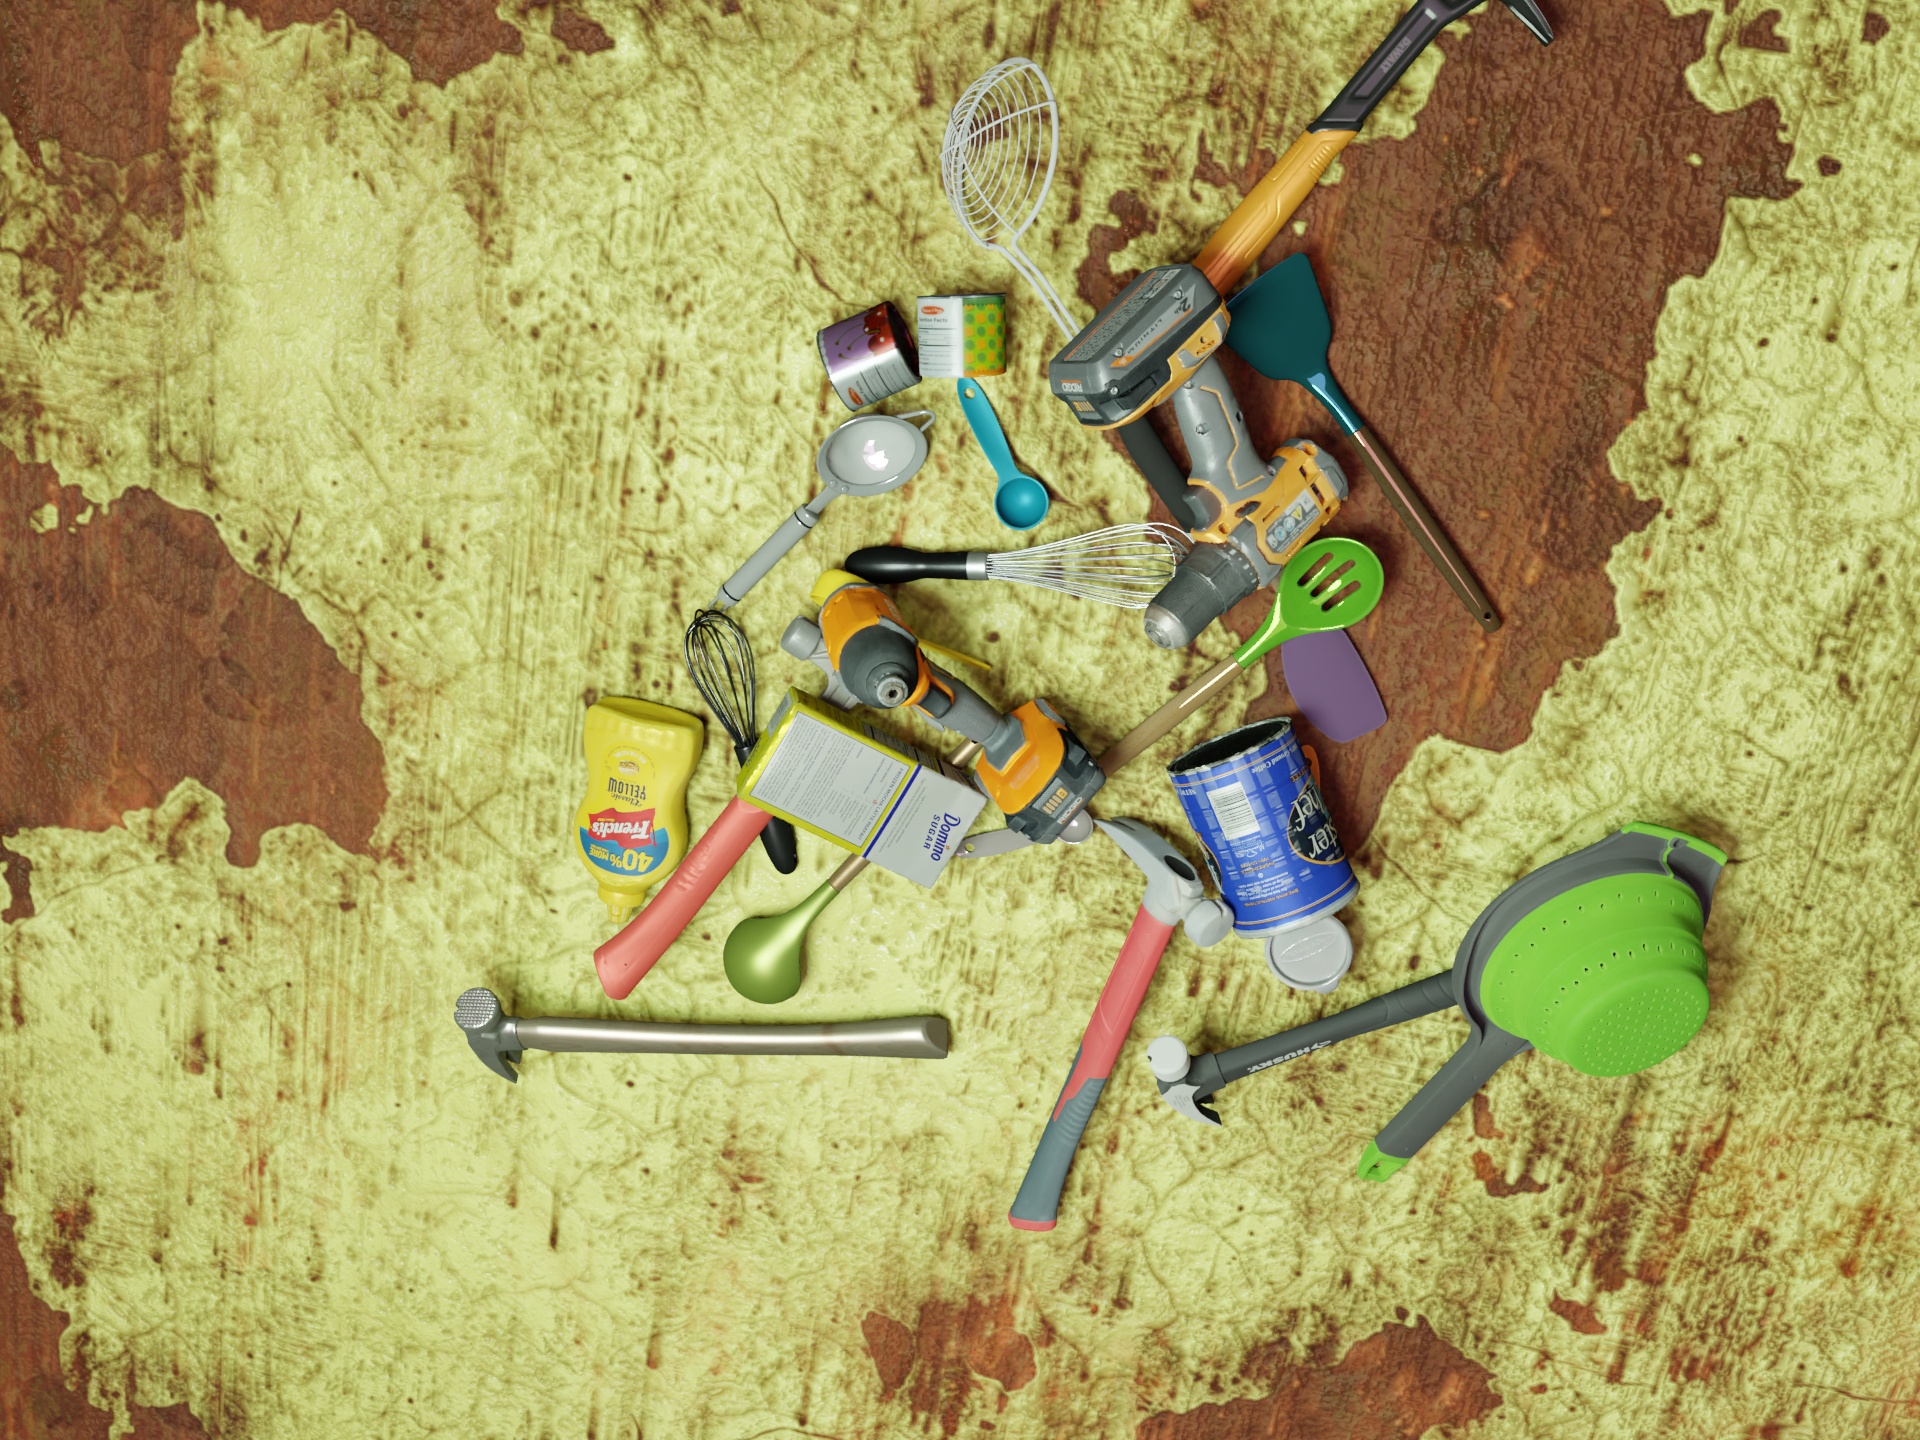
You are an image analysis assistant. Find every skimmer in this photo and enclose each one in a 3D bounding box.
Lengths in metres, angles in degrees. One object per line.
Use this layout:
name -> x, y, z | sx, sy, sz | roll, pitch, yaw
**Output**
skimmer -> 0.102, -0.298, 1.161 | 0.090, 0.127, 0.363 | -46, 111, -25

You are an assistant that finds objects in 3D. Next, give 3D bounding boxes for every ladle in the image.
ladle -> -0.083, 0.118, 1.327 | 0.320, 0.062, 0.078 | -46, 79, 11

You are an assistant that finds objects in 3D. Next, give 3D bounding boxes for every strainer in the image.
strainer -> -0.116, -0.168, 1.246 | 0.258, 0.050, 0.086 | -41, 139, 23

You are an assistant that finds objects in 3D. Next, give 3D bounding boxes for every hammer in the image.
hammer -> 0.104, 0.266, 1.315 | 0.143, 0.038, 0.386 | 46, 127, 41
hammer -> -0.215, 0.278, 1.374 | 0.410, 0.038, 0.146 | 1, 148, 2
hammer -> -0.174, 0.092, 1.294 | 0.149, 0.037, 0.359 | 35, 103, -18
hammer -> 0.252, -0.391, 1.118 | 0.127, 0.034, 0.337 | 42, 109, -2
hammer -> 0.318, 0.240, 1.262 | 0.335, 0.035, 0.146 | -21, 144, 6

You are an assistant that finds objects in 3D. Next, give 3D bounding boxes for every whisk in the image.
whisk -> -0.176, 0.020, 1.310 | 0.055, 0.055, 0.238 | -11, 108, 13
whisk -> 0.046, -0.119, 1.225 | 0.284, 0.070, 0.070 | 2, 106, 15

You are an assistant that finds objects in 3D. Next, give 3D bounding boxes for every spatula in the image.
spatula -> 0.232, -0.122, 1.207 | 0.060, 0.018, 0.316 | -26, 101, 17
spatula -> 0.304, -0.189, 1.161 | 0.082, 0.044, 0.317 | -36, 98, 12

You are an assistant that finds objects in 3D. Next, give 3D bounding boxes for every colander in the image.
colander -> 0.438, 0.254, 1.207 | 0.204, 0.095, 0.397 | 17, 122, -25

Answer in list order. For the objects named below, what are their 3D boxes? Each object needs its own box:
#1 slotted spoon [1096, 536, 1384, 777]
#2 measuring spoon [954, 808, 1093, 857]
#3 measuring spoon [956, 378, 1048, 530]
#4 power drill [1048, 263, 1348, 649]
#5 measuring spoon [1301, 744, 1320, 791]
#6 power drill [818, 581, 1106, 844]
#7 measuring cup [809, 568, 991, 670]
slotted spoon -> 0.194, -0.032, 1.224 | 0.313, 0.031, 0.070 | -41, 96, 24
measuring spoon -> 0.051, 0.092, 1.306 | 0.124, 0.018, 0.034 | -15, 107, 21
measuring spoon -> 0.028, -0.206, 1.224 | 0.042, 0.021, 0.128 | -25, 91, -1
power drill -> 0.156, -0.178, 1.115 | 0.185, 0.084, 0.226 | -46, 116, -11
measuring spoon -> 0.275, 0.075, 1.261 | 0.021, 0.011, 0.117 | 1, 103, 18
power drill -> -0.002, -0.004, 1.180 | 0.226, 0.164, 0.084 | 36, 101, -22
measuring cup -> -0.043, -0.080, 1.260 | 0.156, 0.062, 0.029 | 22, 83, -9
